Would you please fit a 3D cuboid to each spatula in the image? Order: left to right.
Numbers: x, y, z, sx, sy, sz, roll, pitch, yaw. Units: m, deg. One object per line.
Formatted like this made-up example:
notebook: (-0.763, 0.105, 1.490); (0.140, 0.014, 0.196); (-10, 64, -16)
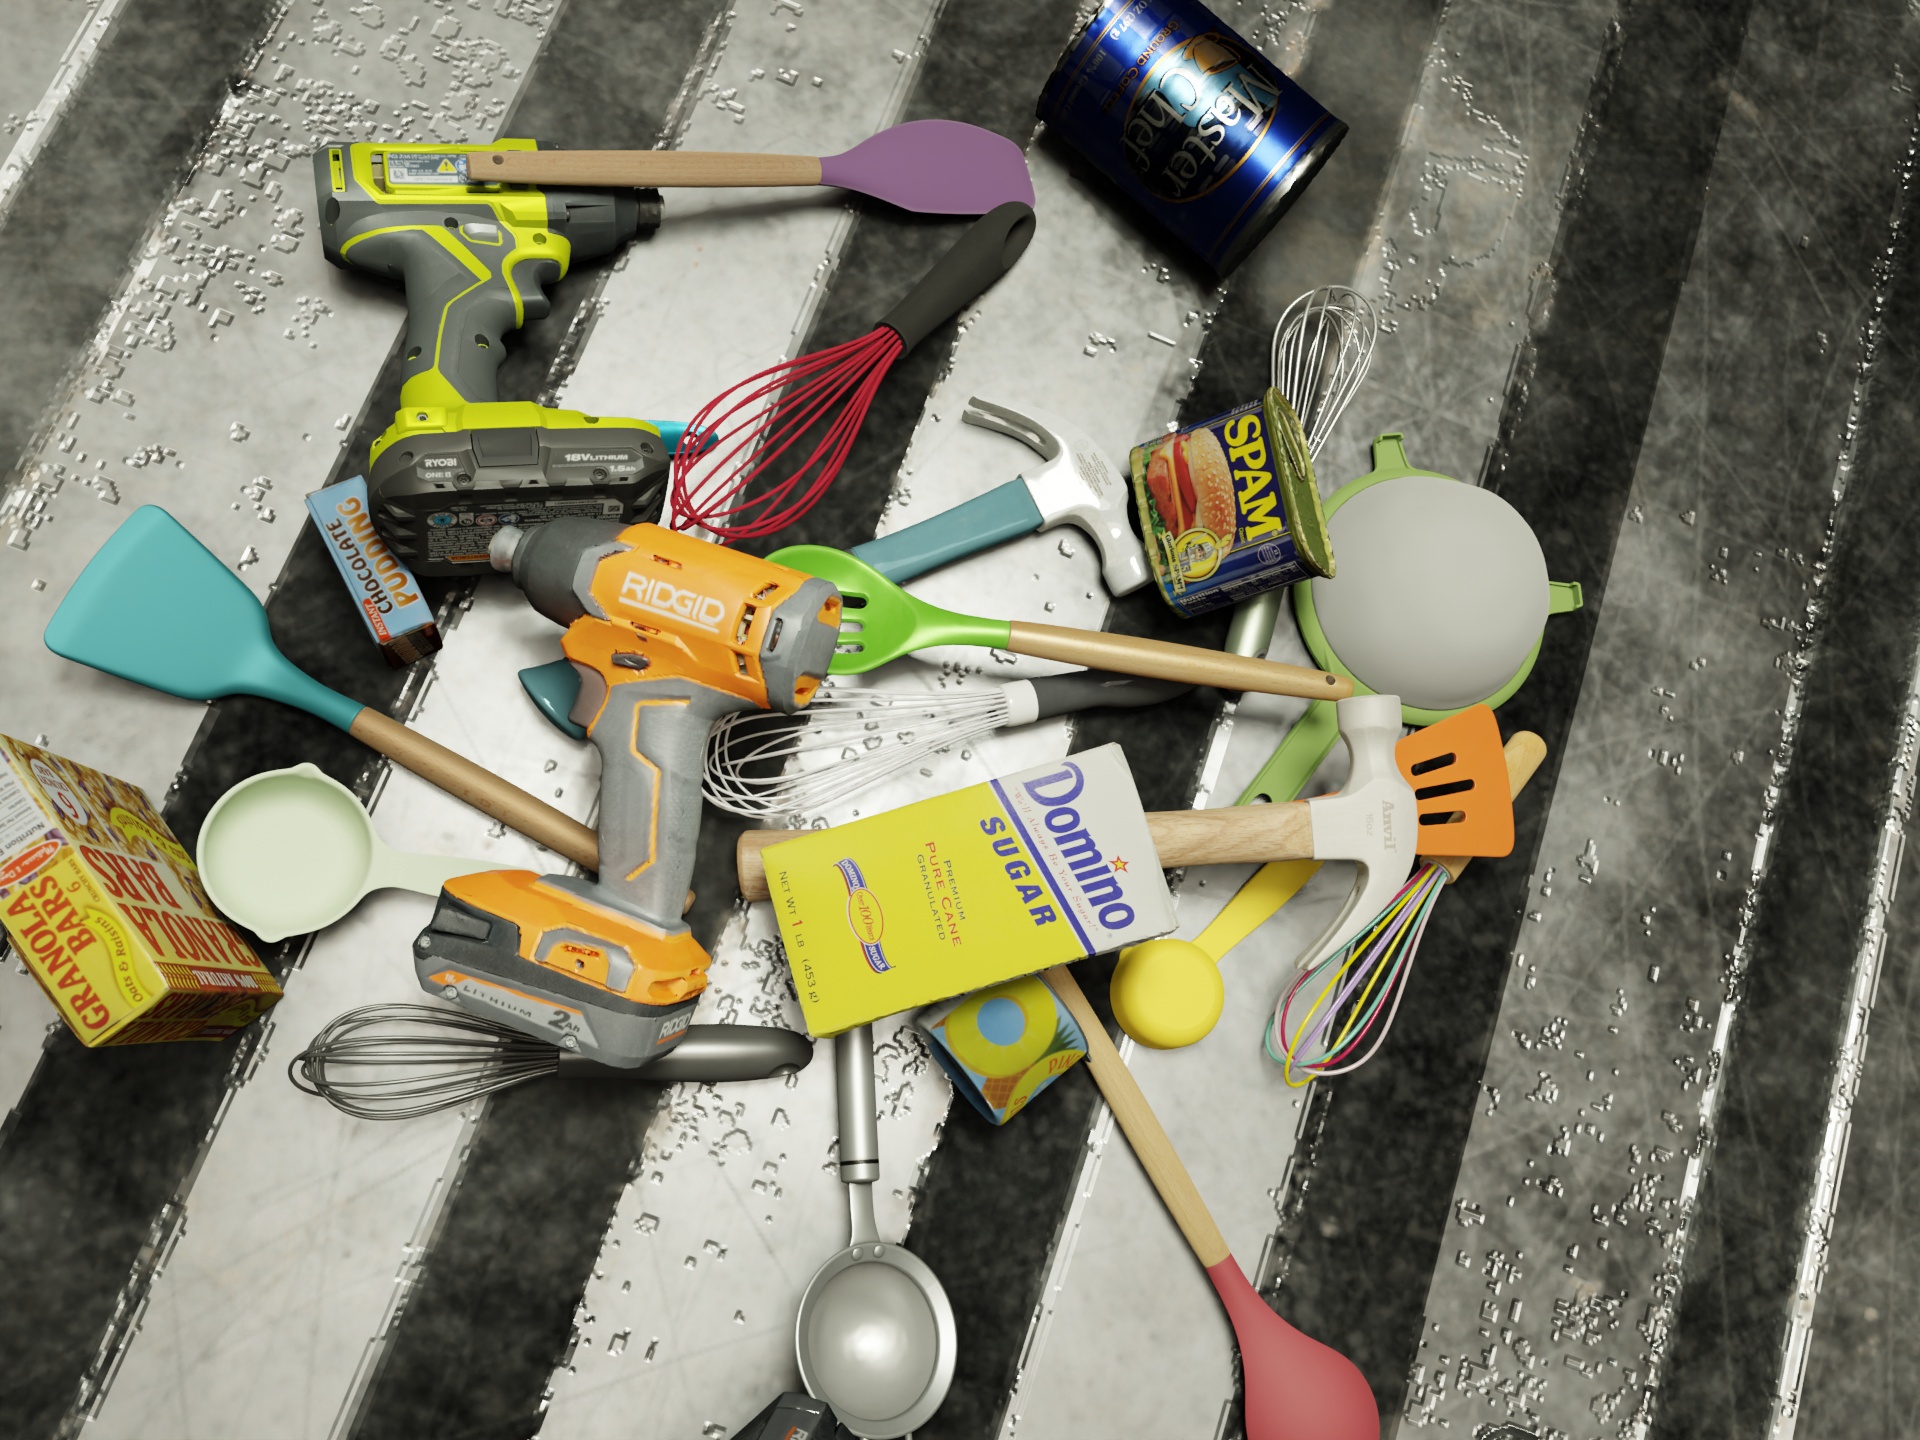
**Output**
spatula: (-0.268, 0.012, 0.763); (0.317, 0.044, 0.082); (29, 71, -4)
spatula: (-0.100, -0.293, 0.840); (0.316, 0.018, 0.060); (-10, 79, -27)
spatula: (0.129, 0.055, 0.816); (0.322, 0.041, 0.081); (-9, 90, 0)

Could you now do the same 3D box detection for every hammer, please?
hammer: (-0.064, -0.070, 0.824); (0.331, 0.033, 0.128); (-24, 84, -14)
hammer: (0.056, 0.064, 0.782); (0.331, 0.031, 0.130); (-4, 85, 2)

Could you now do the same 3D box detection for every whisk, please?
whisk: (-0.187, 0.159, 0.747); (0.239, 0.055, 0.055); (2, 78, -15)
whisk: (-0.048, -0.187, 0.826); (0.073, 0.073, 0.296); (41, 62, 0)
whisk: (-0.001, -0.003, 0.810); (0.284, 0.070, 0.070); (-12, 81, -18)
whisk: (0.181, -0.131, 0.880); (0.059, 0.057, 0.246); (10, 77, 27)
whisk: (0.240, 0.097, 0.845); (0.245, 0.051, 0.047); (-47, 111, -20)

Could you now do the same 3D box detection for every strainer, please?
strainer: (-0.047, 0.224, 0.761); (0.086, 0.050, 0.259); (8, 69, -33)
strainer: (0.231, -0.038, 0.852); (0.151, 0.069, 0.256); (41, 73, 0)

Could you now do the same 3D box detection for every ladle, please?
ladle: (0.116, 0.245, 0.794); (0.069, 0.031, 0.315); (-28, 83, -14)

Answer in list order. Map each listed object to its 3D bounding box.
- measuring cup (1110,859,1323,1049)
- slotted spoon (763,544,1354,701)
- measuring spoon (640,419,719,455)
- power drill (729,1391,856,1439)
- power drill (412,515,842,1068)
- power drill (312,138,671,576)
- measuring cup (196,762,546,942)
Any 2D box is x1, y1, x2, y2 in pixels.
measuring cup: (0.143, 0.108, 0.825); (0.156, 0.029, 0.062); (-41, 88, -14)
slotted spoon: (0.048, -0.037, 0.802); (0.313, 0.031, 0.070); (8, 64, -8)
measuring spoon: (-0.190, -0.142, 0.828); (0.128, 0.021, 0.042); (-4, 69, -21)
power drill: (-0.016, 0.392, 0.670); (0.226, 0.084, 0.185); (42, 115, 1)
power drill: (-0.163, 0.022, 0.716); (0.164, 0.084, 0.226); (19, 91, 11)
power drill: (-0.219, -0.189, 0.784); (0.171, 0.080, 0.223); (-6, 67, -19)
measuring cup: (-0.273, 0.071, 0.759); (0.167, 0.038, 0.083); (13, 77, -24)
